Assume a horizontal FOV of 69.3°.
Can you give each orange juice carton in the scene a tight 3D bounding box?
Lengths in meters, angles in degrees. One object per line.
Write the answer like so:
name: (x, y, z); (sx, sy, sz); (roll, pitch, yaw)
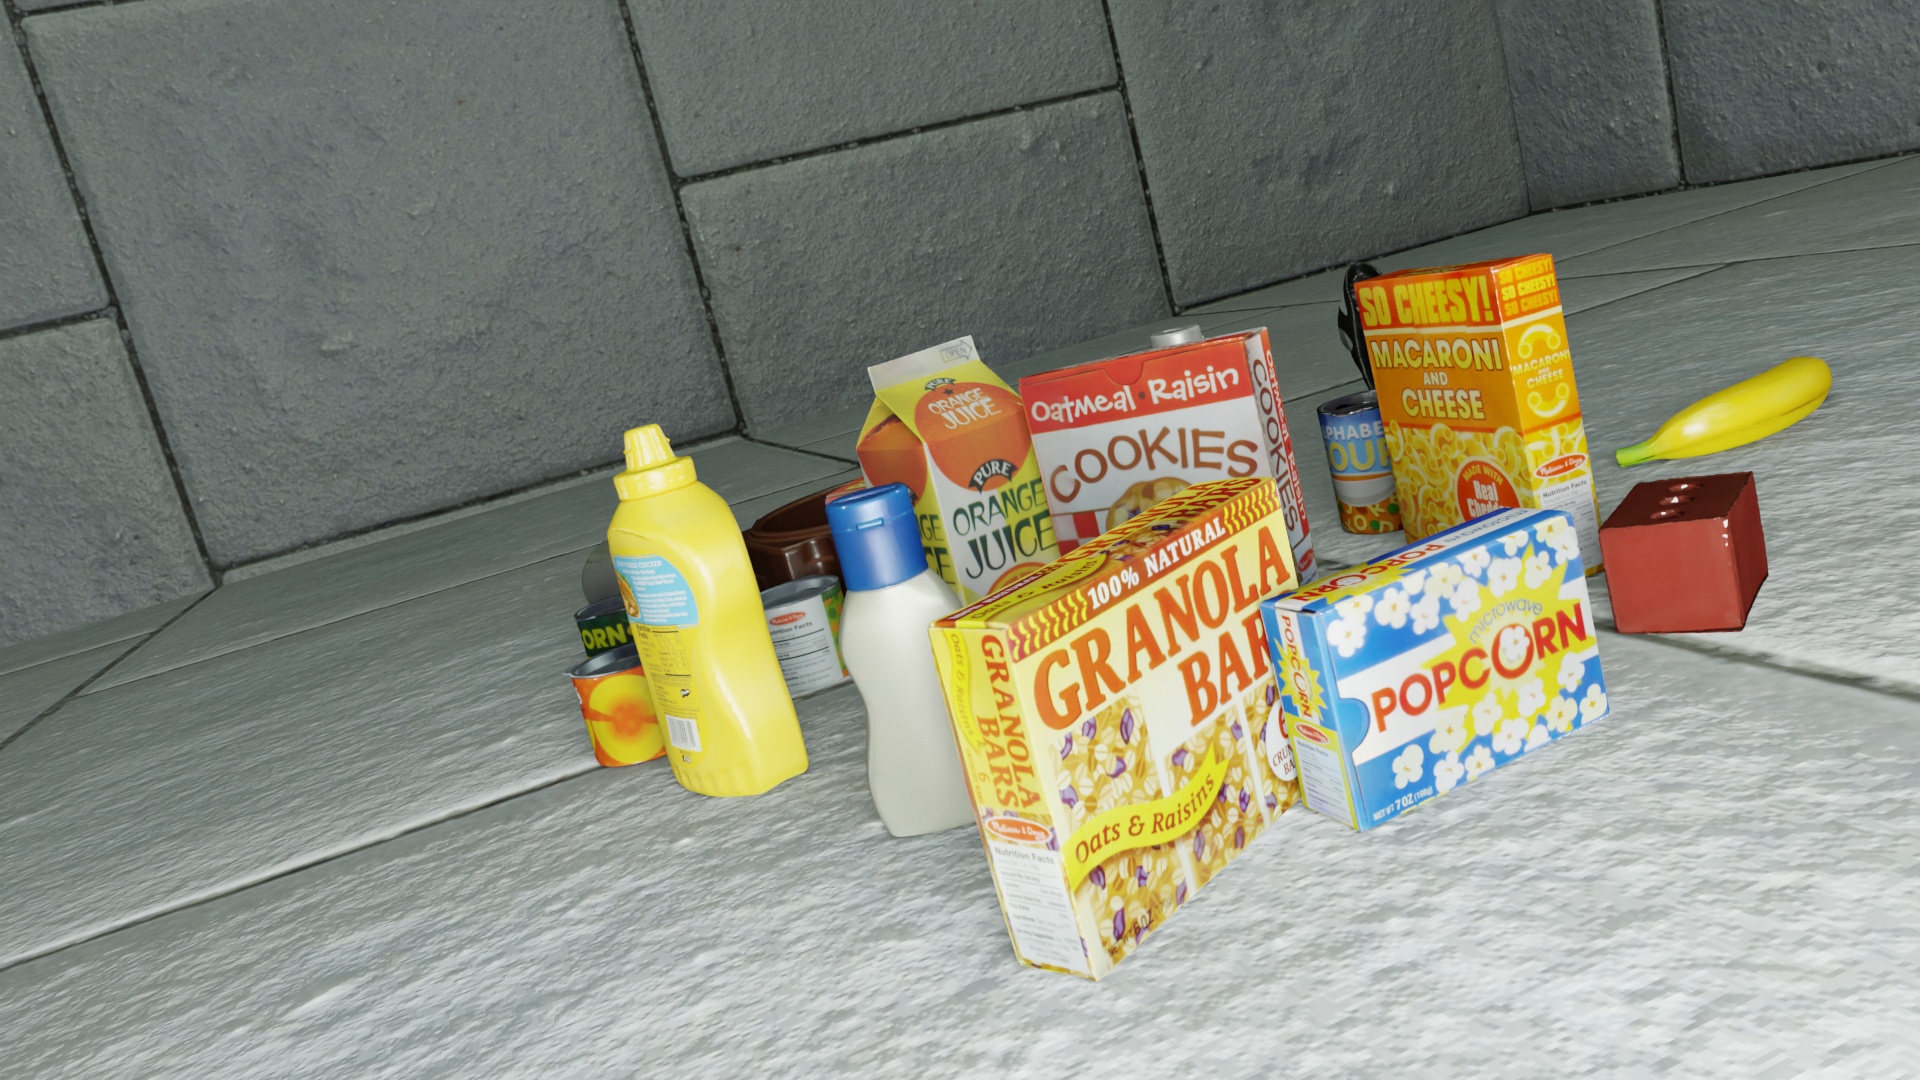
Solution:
orange juice carton: (0.003, -0.009, 0.750); (0.072, 0.192, 0.073); (-21, 12, -32)

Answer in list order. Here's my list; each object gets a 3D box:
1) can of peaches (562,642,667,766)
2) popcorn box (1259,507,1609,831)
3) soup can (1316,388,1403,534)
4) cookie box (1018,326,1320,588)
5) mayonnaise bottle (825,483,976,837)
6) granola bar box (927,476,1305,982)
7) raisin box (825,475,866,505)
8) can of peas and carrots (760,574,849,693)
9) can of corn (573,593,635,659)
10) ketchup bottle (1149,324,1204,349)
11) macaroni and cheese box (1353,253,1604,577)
can of peaches: (-0.195, 0.096, 0.828); (0.071, 0.058, 0.071); (-14, 11, 3)
popcorn box: (0.182, 0.045, 0.528); (0.127, 0.085, 0.038); (-19, 11, -21)
soup can: (0.271, -0.052, 0.902); (0.071, 0.083, 0.071); (-14, 11, 3)
cookie box: (0.109, -0.014, 0.704); (0.123, 0.167, 0.040); (-8, 12, 31)
mayonnaise bottle: (-0.021, 0.050, 0.599); (0.065, 0.147, 0.041); (-14, 10, 1)
granola bar box: (0.069, 0.059, 0.502); (0.039, 0.124, 0.166); (-4, 15, 44)
raisin box: (-0.032, 0.018, 0.841); (0.040, 0.123, 0.086); (-9, 12, 27)
can of peas and carrots: (-0.102, 0.059, 0.892); (0.071, 0.058, 0.071); (-14, 11, 3)
can of corn: (-0.241, 0.072, 1.008); (0.071, 0.058, 0.071); (-14, 11, 3)
ketchup bottle: (0.170, -0.079, 0.997); (0.044, 0.148, 0.065); (-18, 11, -18)
macaroni and cheese box: (0.277, -0.065, 0.746); (0.040, 0.166, 0.124); (-17, 11, -14)
